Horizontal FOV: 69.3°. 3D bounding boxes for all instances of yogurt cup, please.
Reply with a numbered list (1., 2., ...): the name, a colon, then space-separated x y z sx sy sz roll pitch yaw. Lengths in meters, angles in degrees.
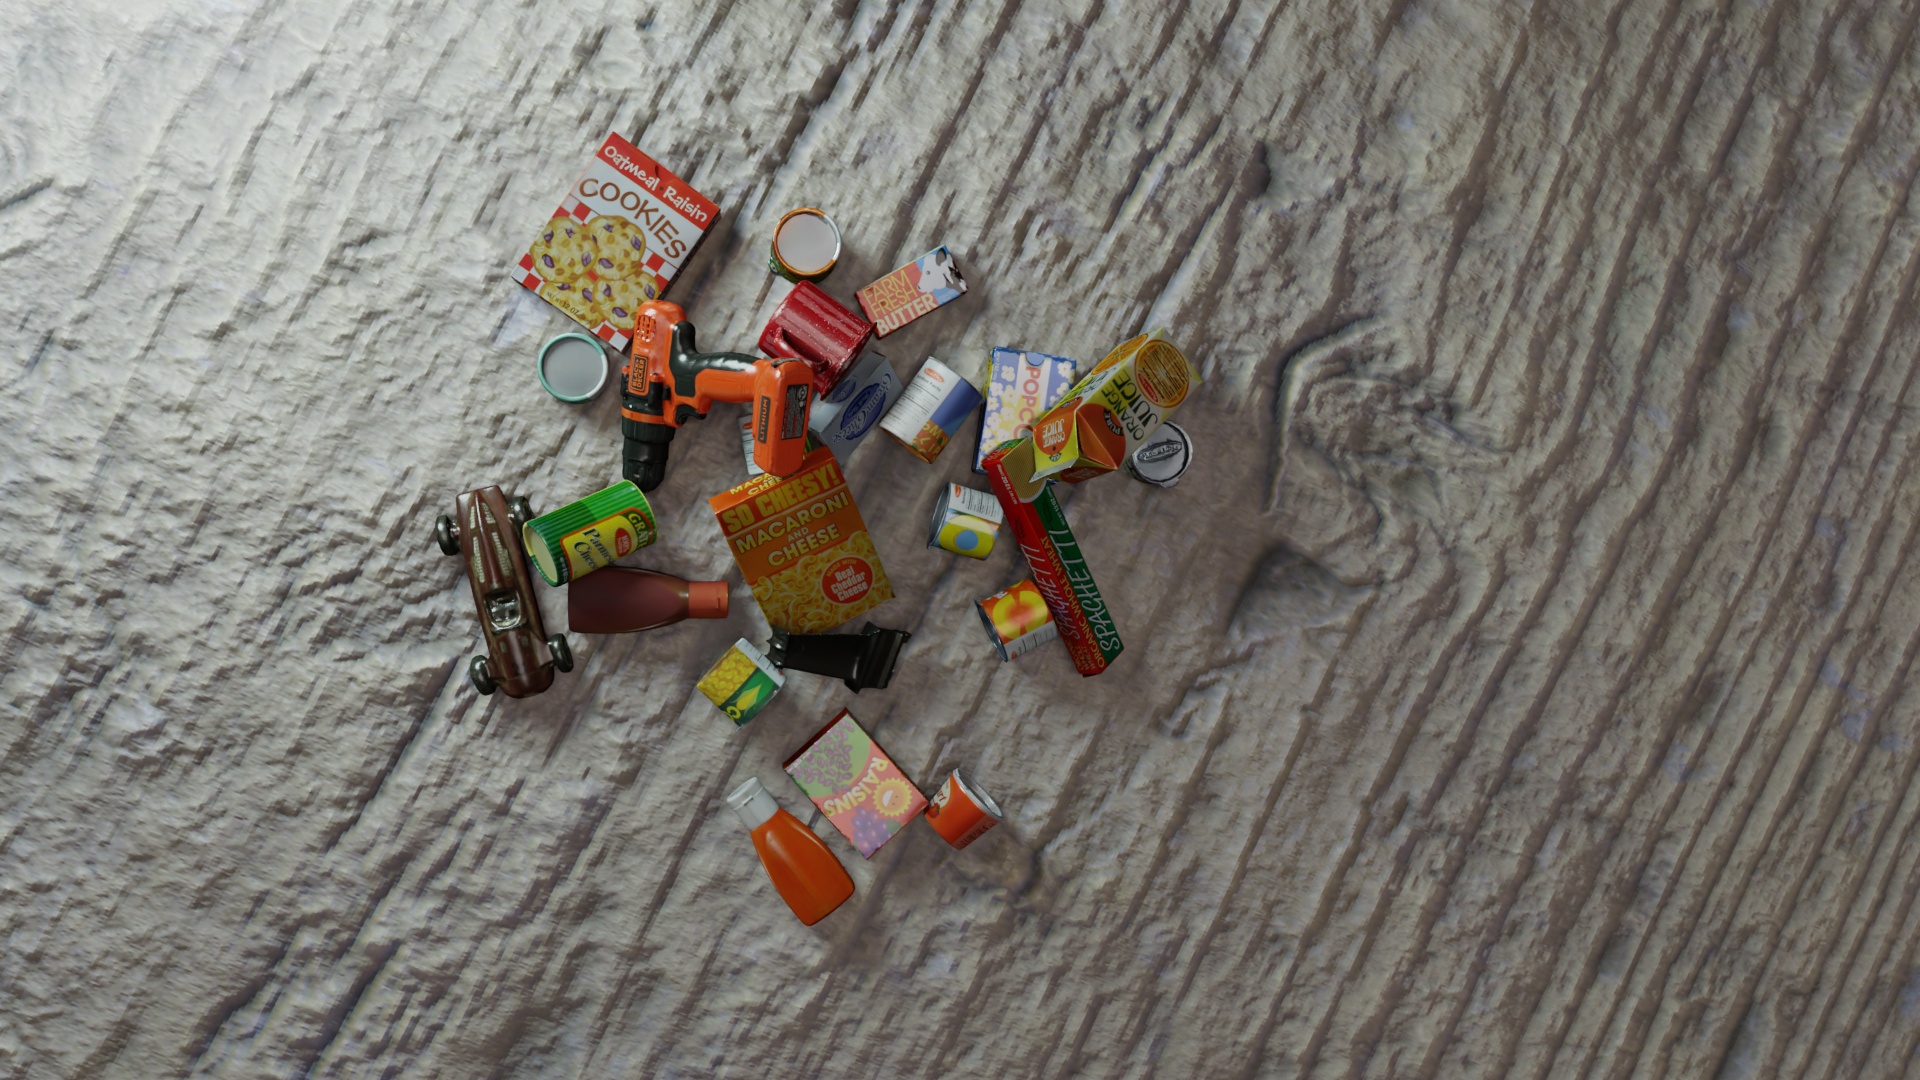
1. yogurt cup: 0.001 0.268 1.373 0.054 0.072 0.072 -45 98 3

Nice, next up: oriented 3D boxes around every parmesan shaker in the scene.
1. parmesan shaker: -0.343 -0.004 1.289 0.103 0.071 0.071 -28 97 -31

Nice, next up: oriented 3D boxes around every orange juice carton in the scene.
1. orange juice carton: 0.142 -0.120 1.343 0.193 0.071 0.073 -45 105 -29

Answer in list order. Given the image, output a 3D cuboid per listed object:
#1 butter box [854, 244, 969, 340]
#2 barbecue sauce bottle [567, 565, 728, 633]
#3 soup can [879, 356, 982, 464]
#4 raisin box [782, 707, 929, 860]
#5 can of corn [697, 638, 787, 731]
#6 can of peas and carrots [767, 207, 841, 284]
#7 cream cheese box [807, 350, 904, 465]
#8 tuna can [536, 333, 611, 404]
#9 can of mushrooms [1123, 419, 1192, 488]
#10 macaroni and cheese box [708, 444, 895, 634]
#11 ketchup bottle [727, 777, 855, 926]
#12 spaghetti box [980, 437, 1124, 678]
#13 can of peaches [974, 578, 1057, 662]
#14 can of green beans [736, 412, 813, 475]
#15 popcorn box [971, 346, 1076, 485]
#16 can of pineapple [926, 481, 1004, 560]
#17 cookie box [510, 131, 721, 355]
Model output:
1. butter box: -0.049 -0.244 1.369 0.103 0.024 0.053 -30 96 -8
2. barbecue sauce bottle: -0.297 0.057 1.326 0.149 0.044 0.064 1 97 -10
3. soup can: -0.028 -0.125 1.357 0.071 0.071 0.084 37 87 -9
4. raisin box: -0.103 0.239 1.366 0.086 0.040 0.123 -42 96 -7
5. can of corn: -0.211 0.138 1.331 0.058 0.071 0.071 44 85 -7
6. can of peas and carrots: -0.151 -0.281 1.334 0.071 0.058 0.071 0 91 -9
7. cream cheese box: -0.101 -0.128 1.340 0.104 0.024 0.053 -52 144 -17
8. tuna can: -0.368 -0.163 1.314 0.071 0.033 0.071 0 92 -10
9. can of mushrooms: 0.199 -0.087 1.411 0.071 0.033 0.071 0 91 -10
10. macaroni and cheese box: -0.149 0.008 1.319 0.124 0.040 0.165 -26 121 -8
11. ketchup bottle: -0.169 0.300 1.354 0.065 0.043 0.148 -37 97 -8
12. spaghetti box: 0.093 0.019 1.365 0.050 0.028 0.249 -41 112 -40
13. can of peaches: 0.055 0.077 1.375 0.058 0.071 0.071 -26 96 -8
14. can of green beans: -0.176 -0.097 1.331 0.071 0.071 0.057 -12 95 -9
15. popcorn box: 0.063 -0.123 1.384 0.085 0.038 0.126 8 90 -9
16. can of pineapple: 0.005 -0.017 1.365 0.058 0.071 0.071 17 89 -10
17. cookie box: -0.323 -0.280 1.314 0.123 0.040 0.167 35 86 -9
